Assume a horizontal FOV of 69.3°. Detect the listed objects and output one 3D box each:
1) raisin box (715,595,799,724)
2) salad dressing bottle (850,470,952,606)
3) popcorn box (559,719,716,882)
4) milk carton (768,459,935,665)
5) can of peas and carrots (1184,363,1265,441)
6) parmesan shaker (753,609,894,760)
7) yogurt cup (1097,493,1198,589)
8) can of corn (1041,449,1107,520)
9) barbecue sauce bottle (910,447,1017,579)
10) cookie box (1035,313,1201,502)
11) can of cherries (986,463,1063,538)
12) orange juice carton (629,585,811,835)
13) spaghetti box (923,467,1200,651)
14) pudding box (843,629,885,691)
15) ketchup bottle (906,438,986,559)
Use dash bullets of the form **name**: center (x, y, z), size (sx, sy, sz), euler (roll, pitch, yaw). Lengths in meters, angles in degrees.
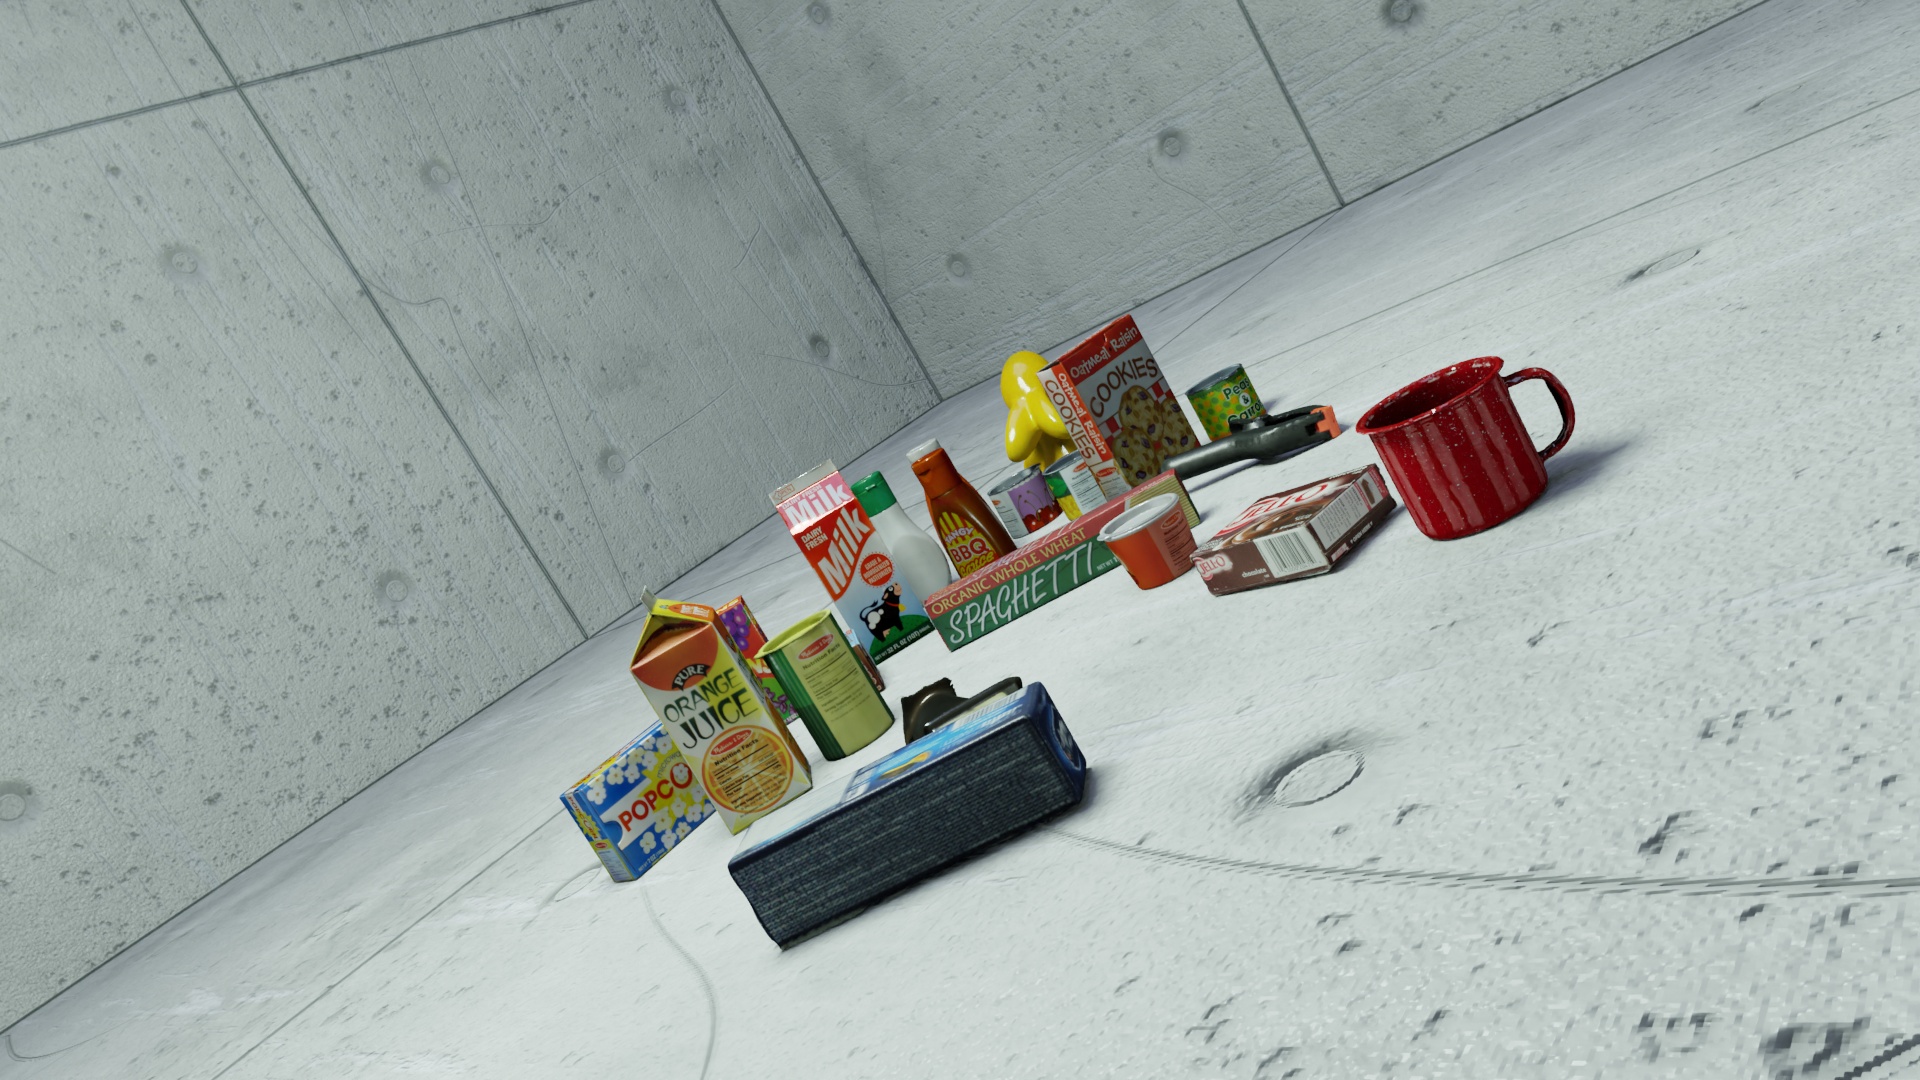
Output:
- **raisin box**: center (-0.210, 0.127, 1.298), size (0.086, 0.123, 0.040), euler (-31, 9, -4)
- **salad dressing bottle**: center (-0.063, -0.002, 1.460), size (0.064, 0.147, 0.044), euler (-31, 9, -6)
- **popcorn box**: center (-0.250, 0.204, 1.127), size (0.038, 0.085, 0.127), euler (-22, 12, 43)
- **milk carton**: center (-0.107, 0.019, 1.345), size (0.072, 0.190, 0.073), euler (-31, 9, -6)
- **can of peas and carrots**: center (0.278, -0.144, 1.450), size (0.071, 0.058, 0.071), euler (-29, 9, 5)
- **parmesan shaker**: center (-0.108, 0.117, 1.105), size (0.071, 0.103, 0.071), euler (-29, 9, 5)
- **yogurt cup**: center (0.150, 0.002, 1.080), size (0.072, 0.054, 0.072), euler (-29, 9, 5)
- **can of corn**: center (0.129, -0.062, 1.470), size (0.071, 0.058, 0.071), euler (-29, 9, 5)
- **barbecue sauce bottle**: center (0.005, -0.017, 1.327), size (0.064, 0.148, 0.044), euler (-23, 11, 36)
- **cookie box**: center (0.160, -0.122, 1.354), size (0.040, 0.167, 0.123), euler (-20, 14, 49)
- **can of cherries**: center (0.074, -0.044, 1.540), size (0.071, 0.058, 0.071), euler (-29, 9, 5)
- **orange juice carton**: center (-0.194, 0.120, 1.070), size (0.073, 0.192, 0.072), euler (-31, 9, -4)
- **spaghetti box**: center (0.085, 0.019, 1.201), size (0.250, 0.050, 0.029), euler (-28, 9, 11)
- **pudding box**: center (-0.095, 0.112, 1.253), size (0.030, 0.049, 0.084), euler (-31, 9, -4)
- **ketchup bottle**: center (-0.005, -0.035, 1.451), size (0.064, 0.148, 0.044), euler (-28, 9, 14)
